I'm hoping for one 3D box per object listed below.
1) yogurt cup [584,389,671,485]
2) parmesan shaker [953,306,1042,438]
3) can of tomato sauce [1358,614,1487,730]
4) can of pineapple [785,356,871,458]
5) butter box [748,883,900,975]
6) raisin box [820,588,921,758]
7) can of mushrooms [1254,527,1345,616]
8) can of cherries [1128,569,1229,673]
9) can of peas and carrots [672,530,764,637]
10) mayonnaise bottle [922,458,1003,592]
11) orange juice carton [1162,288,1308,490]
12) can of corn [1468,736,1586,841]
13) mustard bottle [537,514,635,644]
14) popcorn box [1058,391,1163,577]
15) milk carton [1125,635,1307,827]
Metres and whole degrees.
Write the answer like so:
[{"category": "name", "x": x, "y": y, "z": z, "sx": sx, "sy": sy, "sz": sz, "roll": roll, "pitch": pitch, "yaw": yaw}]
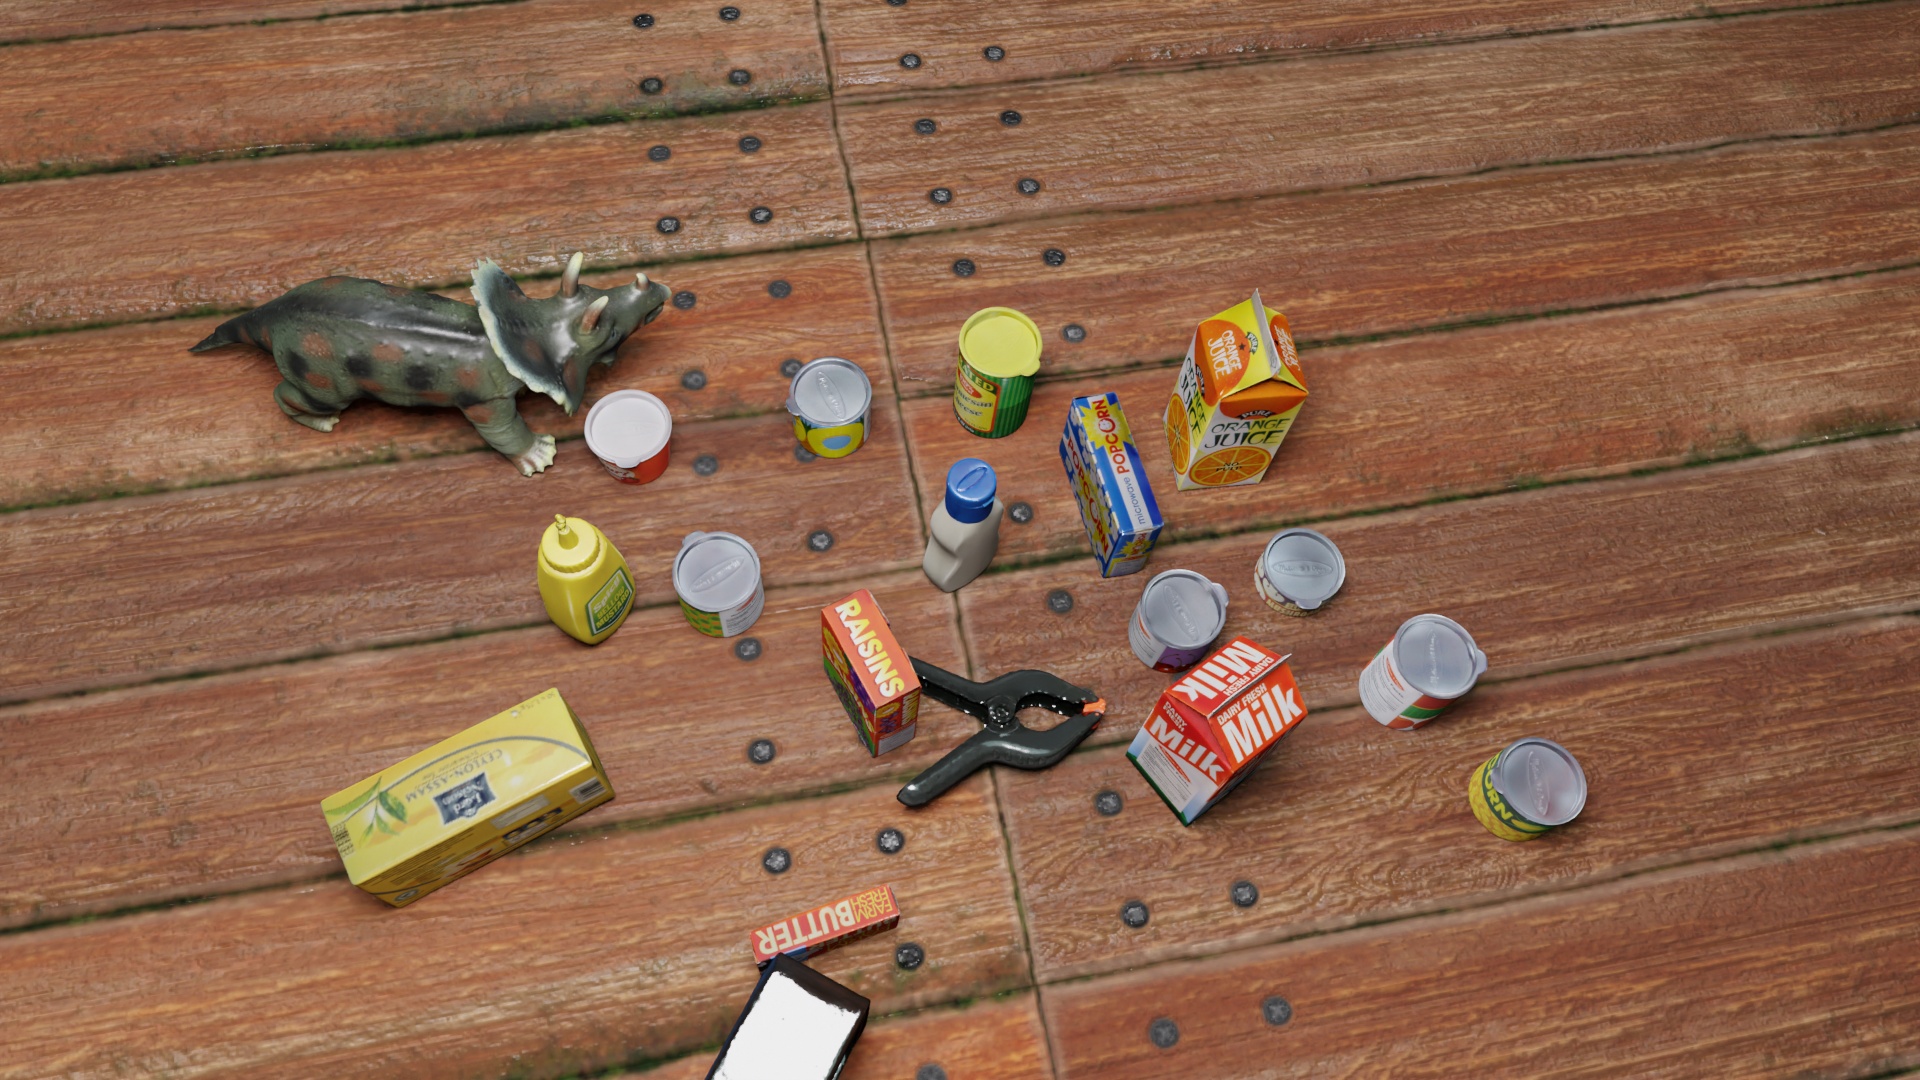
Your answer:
[{"category": "yogurt cup", "x": -0.266, "y": -0.081, "z": 1.125, "sx": 0.072, "sy": 0.053, "sz": 0.072, "roll": 2, "pitch": 64, "yaw": -3}, {"category": "parmesan shaker", "x": 0.031, "y": -0.134, "z": 1.145, "sx": 0.071, "sy": 0.102, "sz": 0.071, "roll": 2, "pitch": 64, "yaw": -3}, {"category": "can of tomato sauce", "x": 0.352, "y": 0.102, "z": 1.065, "sx": 0.071, "sy": 0.082, "sz": 0.071, "roll": 2, "pitch": 64, "yaw": -3}, {"category": "can of pineapple", "x": -0.109, "y": -0.109, "z": 1.148, "sx": 0.071, "sy": 0.057, "sz": 0.071, "roll": 2, "pitch": 64, "yaw": -3}, {"category": "butter box", "x": -0.094, "y": 0.271, "z": 0.968, "sx": 0.104, "sy": 0.053, "sz": 0.024, "roll": -17, "pitch": 67, "yaw": -12}, {"category": "raisin box", "x": -0.065, "y": 0.099, "z": 1.014, "sx": 0.040, "sy": 0.123, "sz": 0.086, "roll": -25, "pitch": 69, "yaw": -15}, {"category": "can of mushrooms", "x": 0.273, "y": 0.028, "z": 1.123, "sx": 0.071, "sy": 0.033, "sz": 0.071, "roll": 2, "pitch": 64, "yaw": -3}, {"category": "can of cherries", "x": 0.171, "y": 0.064, "z": 1.085, "sx": 0.071, "sy": 0.058, "sz": 0.072, "roll": 2, "pitch": 64, "yaw": -3}, {"category": "can of peas and carrots", "x": -0.187, "y": 0.033, "z": 1.073, "sx": 0.071, "sy": 0.058, "sz": 0.071, "roll": 2, "pitch": 64, "yaw": -3}, {"category": "mayonnaise bottle", "x": 0.004, "y": -0.013, "z": 1.060, "sx": 0.065, "sy": 0.147, "sz": 0.041, "roll": -40, "pitch": 73, "yaw": -20}, {"category": "orange juice carton", "x": 0.219, "y": -0.116, "z": 1.101, "sx": 0.073, "sy": 0.191, "sz": 0.072, "roll": -5, "pitch": 65, "yaw": -7}, {"category": "can of corn", "x": 0.422, "y": 0.188, "z": 1.043, "sx": 0.071, "sy": 0.058, "sz": 0.071, "roll": 2, "pitch": 64, "yaw": -3}, {"category": "mustard bottle", "x": -0.278, "y": 0.023, "z": 1.015, "sx": 0.049, "sy": 0.159, "sz": 0.065, "roll": 32, "pitch": 67, "yaw": 11}, {"category": "popcorn box", "x": 0.119, "y": -0.044, "z": 1.118, "sx": 0.038, "sy": 0.085, "sz": 0.127, "roll": -12, "pitch": 66, "yaw": -10}, {"category": "milk carton", "x": 0.181, "y": 0.131, "z": 0.979, "sx": 0.072, "sy": 0.189, "sz": 0.073, "roll": -34, "pitch": 71, "yaw": -18}]
